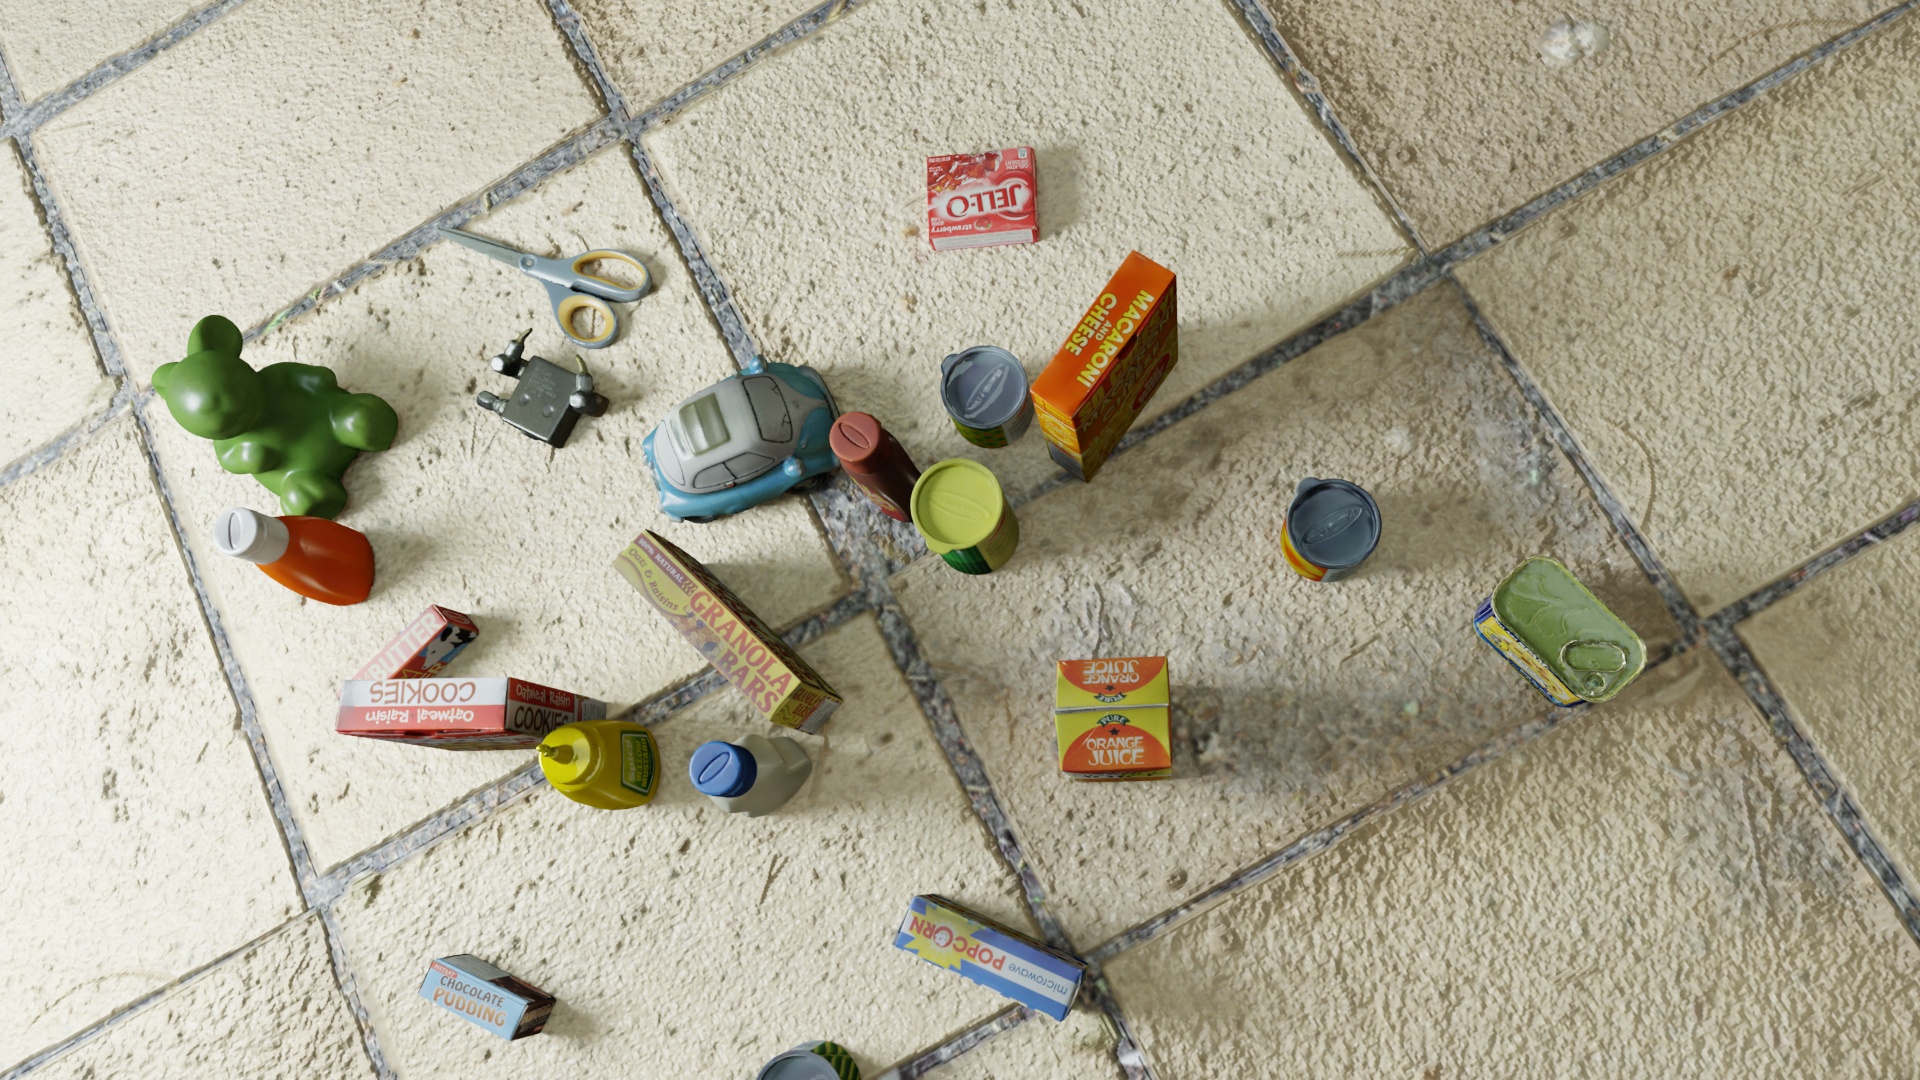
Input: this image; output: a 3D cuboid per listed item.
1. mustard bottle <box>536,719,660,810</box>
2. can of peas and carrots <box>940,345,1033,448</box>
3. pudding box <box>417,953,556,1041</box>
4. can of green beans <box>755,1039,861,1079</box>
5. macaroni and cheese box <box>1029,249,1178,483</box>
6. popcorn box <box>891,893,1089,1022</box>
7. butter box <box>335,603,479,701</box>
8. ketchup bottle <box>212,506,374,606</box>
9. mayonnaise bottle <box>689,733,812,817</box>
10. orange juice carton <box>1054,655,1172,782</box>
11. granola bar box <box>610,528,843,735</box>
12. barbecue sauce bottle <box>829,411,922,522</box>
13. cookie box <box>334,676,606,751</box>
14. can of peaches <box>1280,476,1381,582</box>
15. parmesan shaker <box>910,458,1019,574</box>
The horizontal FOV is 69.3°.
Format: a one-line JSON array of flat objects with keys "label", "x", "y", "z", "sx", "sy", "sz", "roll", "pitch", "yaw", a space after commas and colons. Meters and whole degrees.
[{"label": "mustard bottle", "x": -0.262, "y": 0.159, "z": 0.994, "sx": 0.049, "sy": 0.160, "sz": 0.065, "roll": -7, "pitch": 76, "yaw": 7}, {"label": "can of peas and carrots", "x": 0.019, "y": -0.111, "z": 1.069, "sx": 0.071, "sy": 0.058, "sz": 0.071, "roll": -2, "pitch": 77, "yaw": 8}, {"label": "pudding box", "x": -0.348, "y": 0.335, "z": 1.022, "sx": 0.084, "sy": 0.049, "sz": 0.030, "roll": 21, "pitch": 81, "yaw": 13}, {"label": "can of green beans", "x": -0.106, "y": 0.387, "z": 0.970, "sx": 0.071, "sy": 0.057, "sz": 0.071, "roll": -2, "pitch": 77, "yaw": 8}, {"label": "macaroni and cheese box", "x": 0.108, "y": -0.120, "z": 1.002, "sx": 0.040, "sy": 0.166, "sz": 0.124, "roll": 35, "pitch": 84, "yaw": 14}, {"label": "popcorn box", "x": 0.023, "y": 0.286, "z": 0.960, "sx": 0.127, "sy": 0.085, "sz": 0.038, "roll": 21, "pitch": 81, "yaw": 13}, {"label": "butter box", "x": -0.433, "y": 0.096, "z": 1.090, "sx": 0.103, "sy": 0.053, "sz": 0.024, "roll": -44, "pitch": 75, "yaw": -3}, {"label": "ketchup bottle", "x": -0.512, "y": 0.008, "z": 1.073, "sx": 0.043, "sy": 0.148, "sz": 0.065, "roll": -10, "pitch": 76, "yaw": 6}, {"label": "mayonnaise bottle", "x": -0.150, "y": 0.165, "z": 0.982, "sx": 0.065, "sy": 0.148, "sz": 0.041, "roll": -44, "pitch": 75, "yaw": -3}, {"label": "orange juice carton", "x": 0.105, "y": 0.121, "z": 0.932, "sx": 0.072, "sy": 0.192, "sz": 0.073, "roll": -3, "pitch": 77, "yaw": 8}, {"label": "granola bar box", "x": -0.168, "y": 0.069, "z": 1.020, "sx": 0.166, "sy": 0.124, "sz": 0.039, "roll": 42, "pitch": 86, "yaw": 15}, {"label": "barbecue sauce bottle", "x": -0.061, "y": -0.056, "z": 1.021, "sx": 0.065, "sy": 0.148, "sz": 0.044, "roll": 40, "pitch": 86, "yaw": 15}, {"label": "cookie box", "x": -0.349, "y": 0.129, "z": 1.011, "sx": 0.123, "sy": 0.167, "sz": 0.040, "roll": -2, "pitch": 77, "yaw": 8}, {"label": "can of peaches", "x": 0.266, "y": -0.008, "z": 1.008, "sx": 0.071, "sy": 0.058, "sz": 0.071, "roll": -2, "pitch": 77, "yaw": 8}, {"label": "parmesan shaker", "x": 0.004, "y": -0.013, "z": 1.025, "sx": 0.071, "sy": 0.103, "sz": 0.071, "roll": -2, "pitch": 77, "yaw": 8}]
